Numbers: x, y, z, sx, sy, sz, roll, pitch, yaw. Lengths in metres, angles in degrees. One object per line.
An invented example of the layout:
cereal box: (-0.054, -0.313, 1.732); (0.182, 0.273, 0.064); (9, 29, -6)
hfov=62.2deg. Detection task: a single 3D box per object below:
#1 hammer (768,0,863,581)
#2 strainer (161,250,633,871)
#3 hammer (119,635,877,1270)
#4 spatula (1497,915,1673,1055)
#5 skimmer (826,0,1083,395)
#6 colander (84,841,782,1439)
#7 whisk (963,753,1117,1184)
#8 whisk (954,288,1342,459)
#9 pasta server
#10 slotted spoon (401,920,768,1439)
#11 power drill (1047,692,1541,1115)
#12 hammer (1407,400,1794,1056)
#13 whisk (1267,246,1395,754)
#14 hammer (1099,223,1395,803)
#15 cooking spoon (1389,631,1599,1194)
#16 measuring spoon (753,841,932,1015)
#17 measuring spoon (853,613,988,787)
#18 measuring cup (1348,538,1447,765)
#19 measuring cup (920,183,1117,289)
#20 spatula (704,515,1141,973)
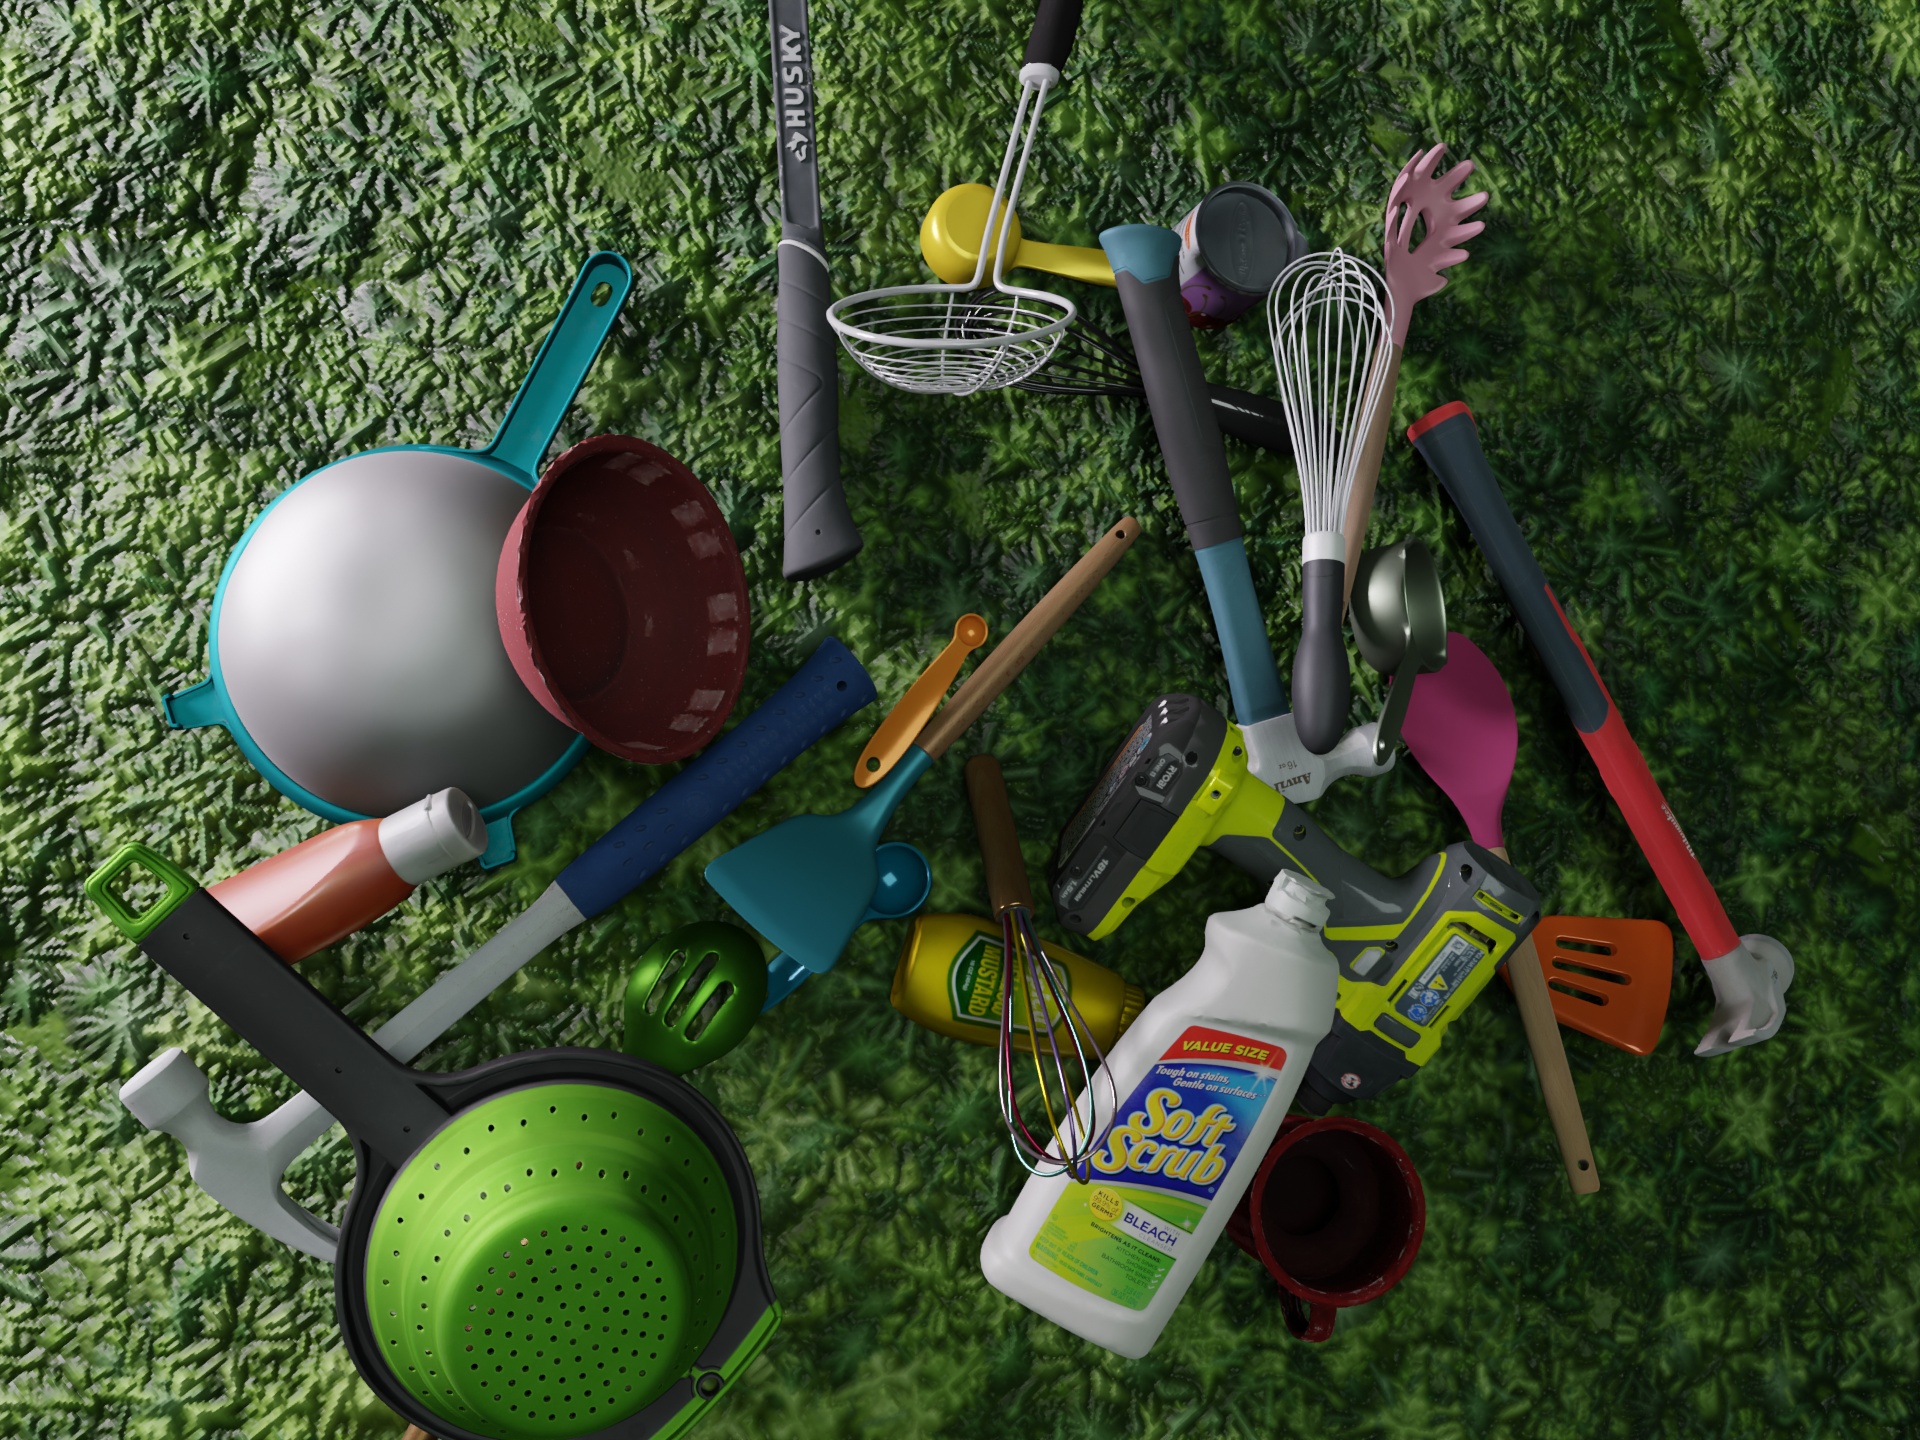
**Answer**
hammer: (-0.094, -0.280, 0.893); (0.149, 0.036, 0.409); (-2, 83, -8)
strainer: (-0.253, -0.106, 0.812); (0.211, 0.095, 0.340); (25, 80, -4)
hammer: (-0.203, 0.103, 0.808); (0.405, 0.035, 0.144); (-40, 104, -14)
spatula: (0.240, 0.096, 0.889); (0.322, 0.041, 0.081); (23, 66, -4)
skimmer: (0.026, -0.324, 0.862); (0.127, 0.090, 0.363); (8, 68, 16)
colander: (-0.241, 0.206, 0.726); (0.204, 0.094, 0.397); (-46, 104, -11)
whisk: (0.032, 0.119, 0.804); (0.047, 0.051, 0.245); (20, 41, -35)
whisk: (0.111, -0.193, 0.910); (0.239, 0.055, 0.055); (16, 80, -11)
pasta server: (0.245, -0.193, 0.910); (0.060, 0.040, 0.316); (24, 68, -19)
slotted spoon: (-0.197, 0.240, 0.806); (0.070, 0.031, 0.314); (29, 80, 9)
power drill: (0.165, 0.102, 0.842); (0.223, 0.080, 0.171); (32, 109, -4)
hammer: (0.350, -0.004, 0.890); (0.143, 0.038, 0.386); (-15, 77, -55)
whisk: (0.194, -0.121, 0.852); (0.070, 0.070, 0.285); (6, 77, -8)
hammer: (0.140, -0.111, 0.879); (0.128, 0.033, 0.331); (-17, 96, -11)
cooking spoon: (0.299, 0.097, 0.876); (0.068, 0.017, 0.319); (-8, 69, -2)
measuring spoon: (-0.067, 0.116, 0.852); (0.128, 0.021, 0.042); (-41, 65, -3)
measuring spoon: (-0.023, -0.011, 0.879); (0.021, 0.011, 0.117); (39, 81, -20)
measuring cup: (0.229, -0.033, 0.868); (0.083, 0.038, 0.168); (60, 40, -30)
measuring cup: (0.055, -0.272, 0.917); (0.156, 0.029, 0.062); (8, 81, -8)
spatula: (-0.001, -0.003, 0.857); (0.082, 0.044, 0.317); (39, 74, 9)
